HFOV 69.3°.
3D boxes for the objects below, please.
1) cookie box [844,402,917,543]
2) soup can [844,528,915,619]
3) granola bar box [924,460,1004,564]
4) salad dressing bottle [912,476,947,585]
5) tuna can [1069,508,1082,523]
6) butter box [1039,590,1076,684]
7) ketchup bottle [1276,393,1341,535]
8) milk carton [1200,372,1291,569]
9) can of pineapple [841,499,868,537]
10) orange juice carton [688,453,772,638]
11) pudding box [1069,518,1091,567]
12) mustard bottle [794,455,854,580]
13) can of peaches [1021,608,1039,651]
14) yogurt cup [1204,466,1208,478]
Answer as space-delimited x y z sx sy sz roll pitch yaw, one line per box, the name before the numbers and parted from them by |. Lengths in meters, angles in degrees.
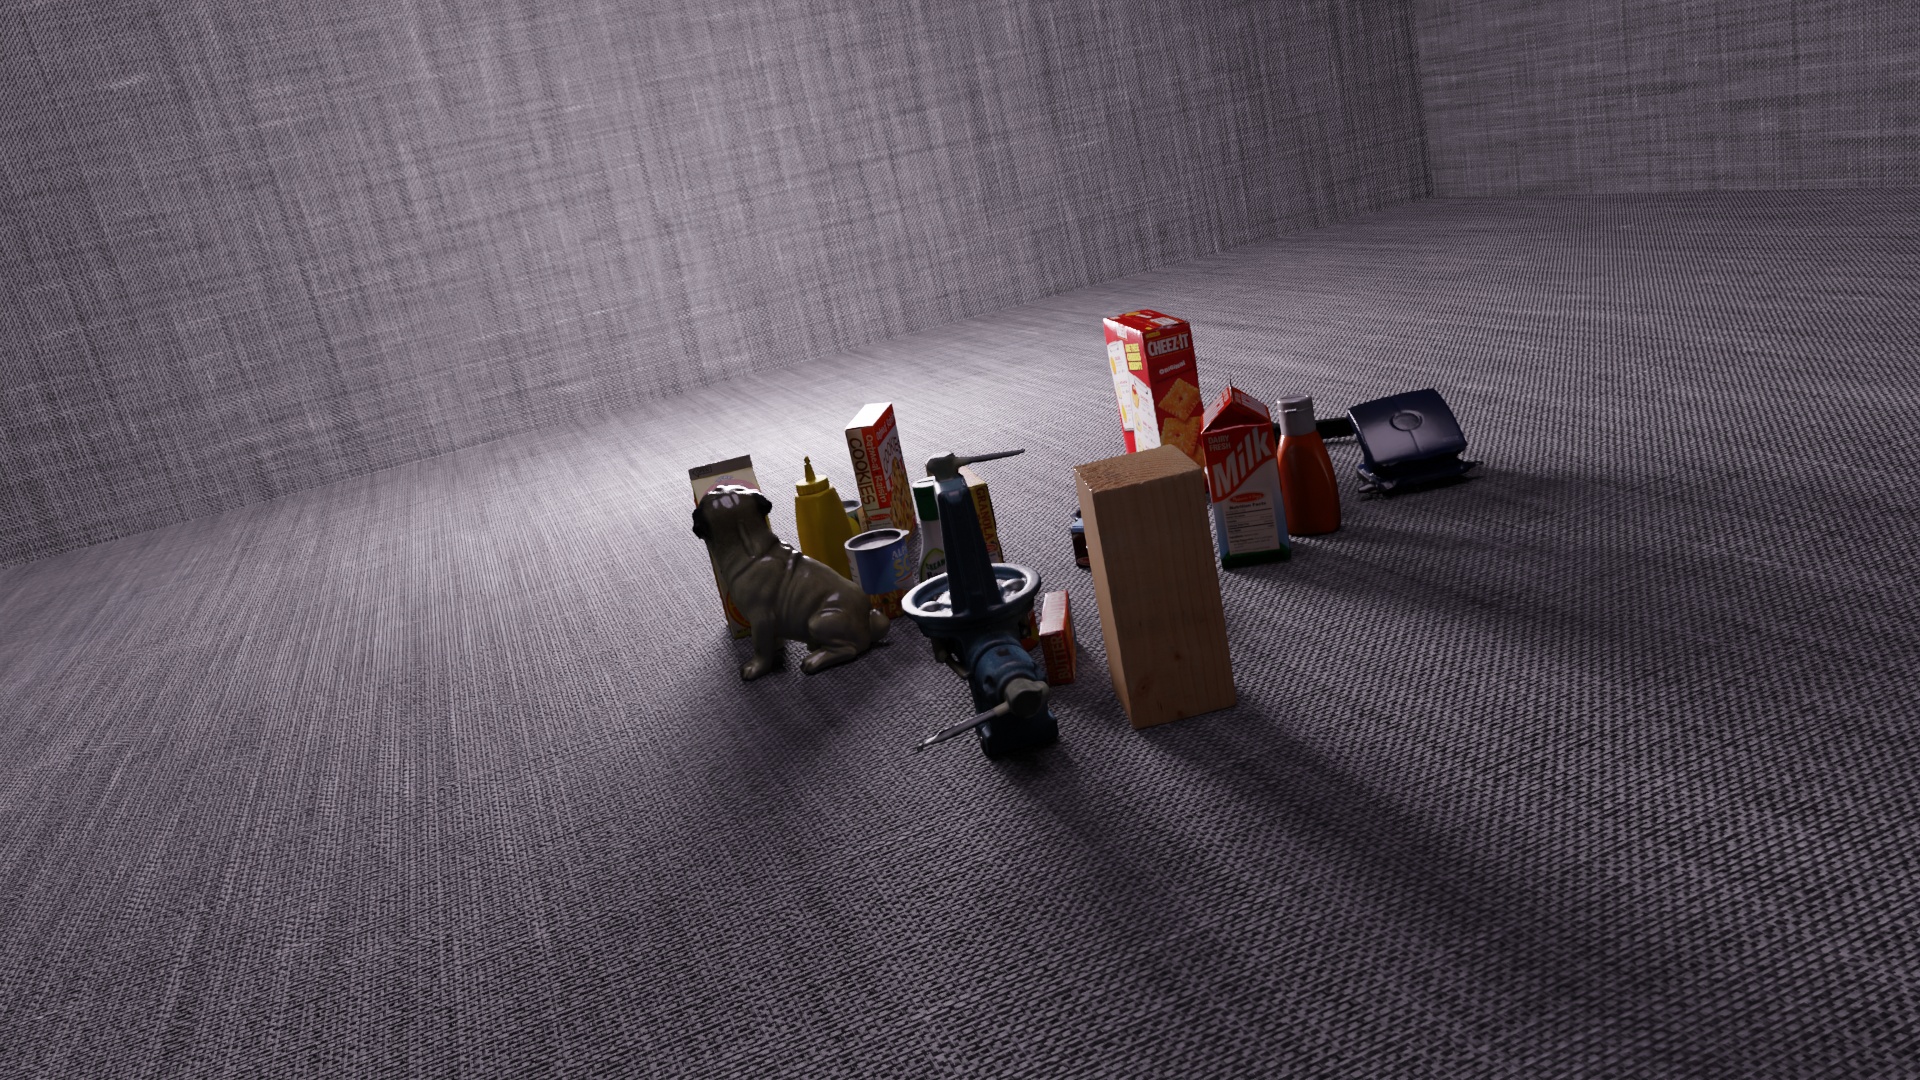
cookie box | -0.099 -0.079 1.750 0.040 0.167 0.123 -9 17 11
soup can | -0.082 0.037 1.512 0.071 0.083 0.071 -11 17 3
granola bar box | 0.006 -0.020 1.564 0.039 0.123 0.166 -15 17 -10
salad dressing bottle | -0.019 0.008 1.453 0.064 0.147 0.044 -5 18 21
tuna can | 0.164 -0.020 1.614 0.071 0.032 0.071 -11 17 3
butter box | 0.091 0.089 1.282 0.024 0.053 0.104 -9 17 9
ketchup bottle | 0.364 -0.081 1.477 0.064 0.148 0.044 -3 19 28
milk carton | 0.291 -0.074 1.433 0.073 0.190 0.072 -8 17 12
can of pineapple | -0.152 -0.014 1.766 0.071 0.057 0.071 -11 17 3
orange juice carton | -0.245 0.003 1.544 0.072 0.192 0.073 -16 17 -13
pudding box | 0.165 0.002 1.515 0.083 0.049 0.030 -1 20 32
mustard bottle | -0.163 -0.025 1.633 0.049 0.159 0.065 1 21 37
can of peaches | 0.042 0.076 1.347 0.071 0.058 0.071 -11 17 3
yogurt cup | 0.322 -0.064 1.613 0.072 0.053 0.072 -11 17 3
